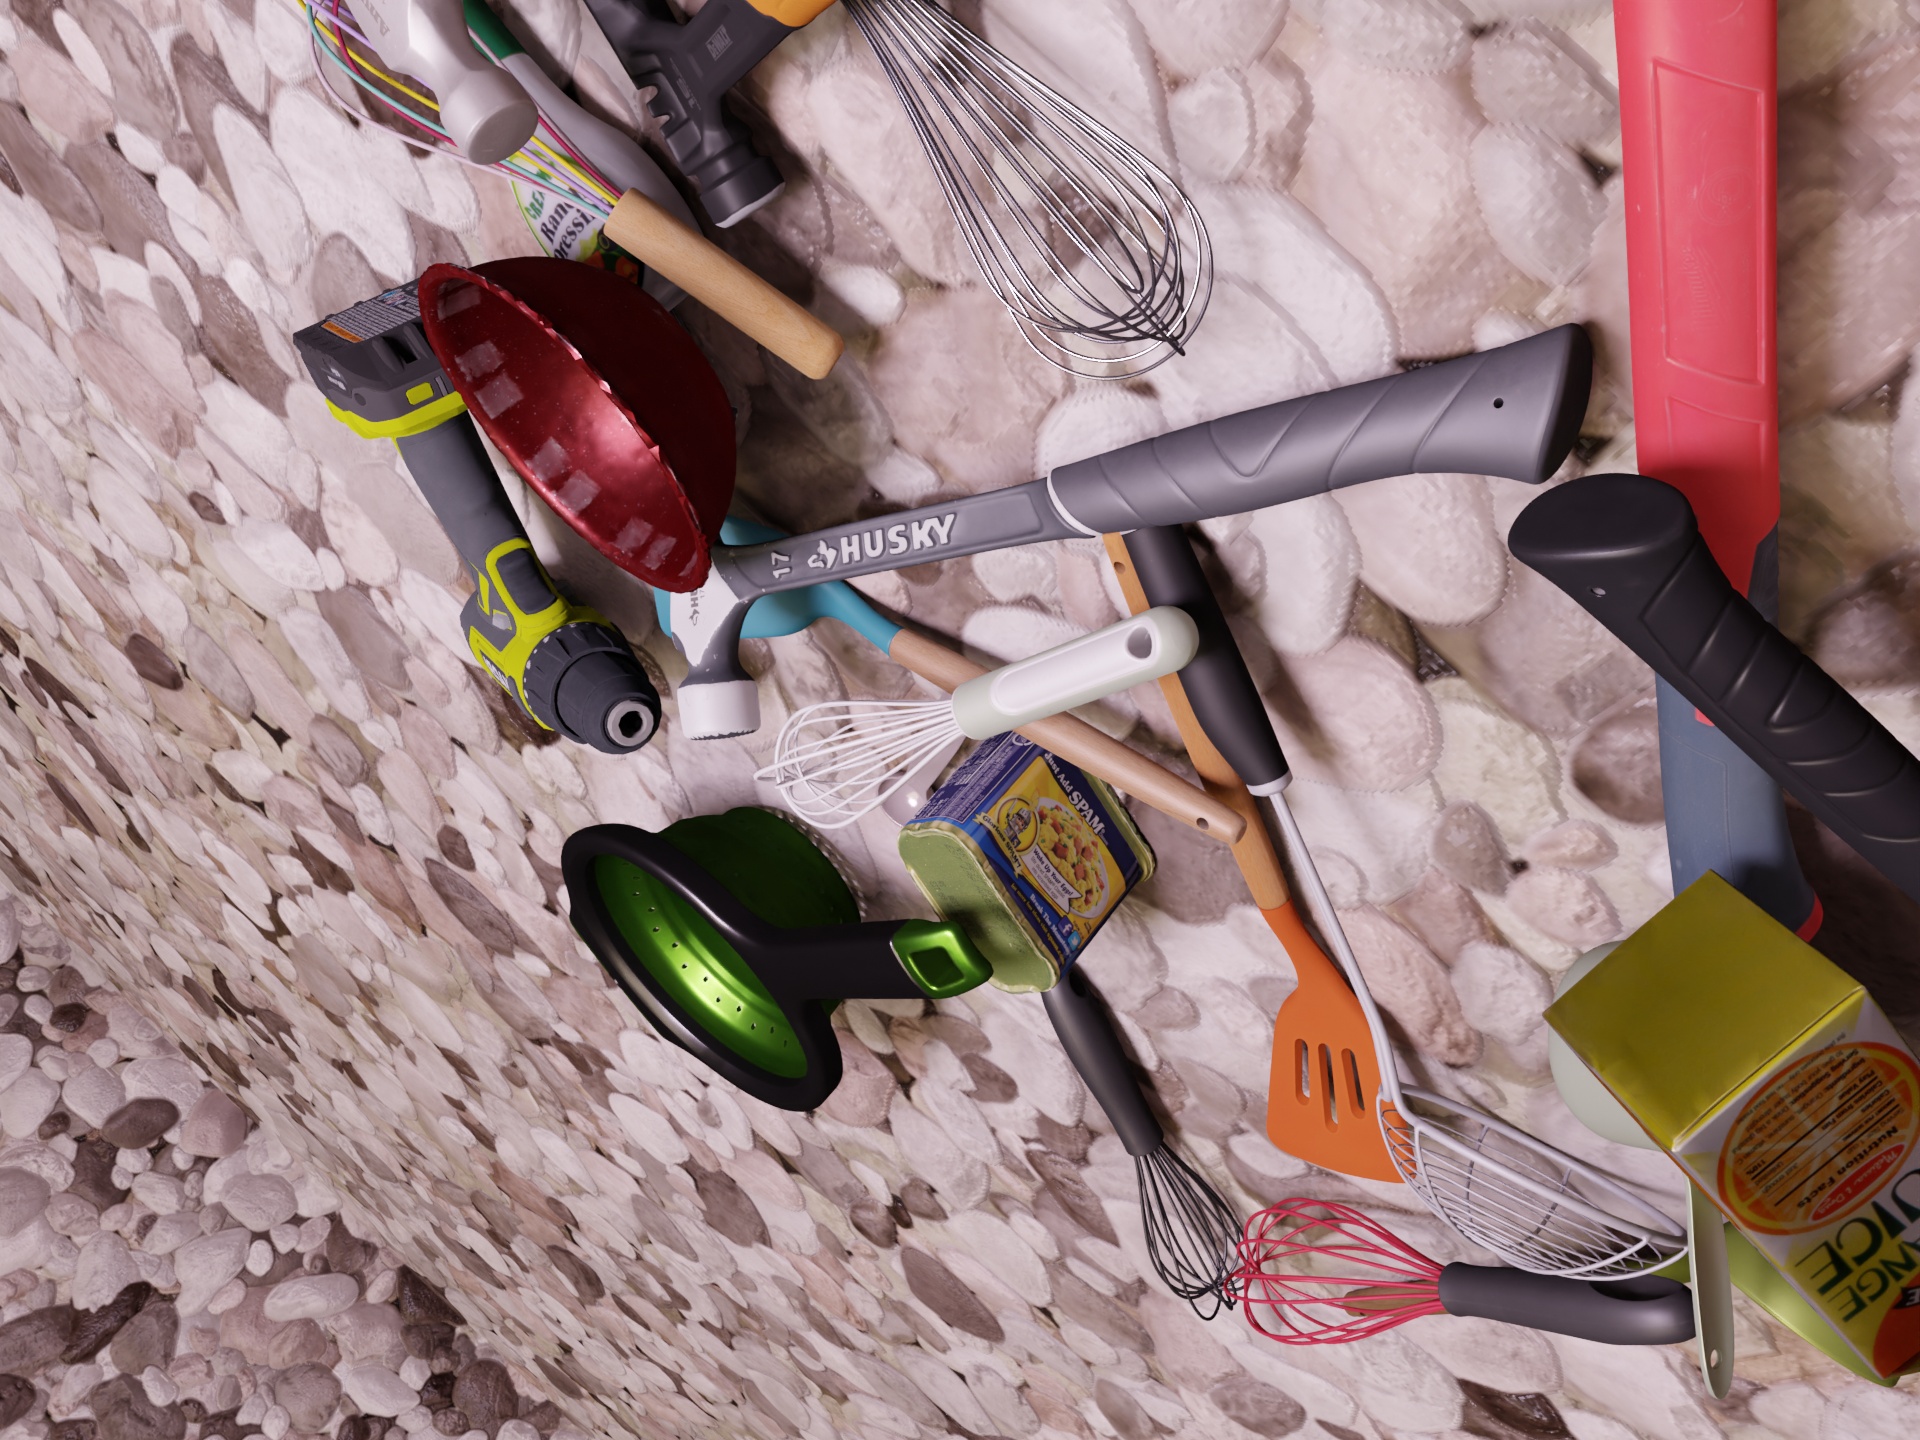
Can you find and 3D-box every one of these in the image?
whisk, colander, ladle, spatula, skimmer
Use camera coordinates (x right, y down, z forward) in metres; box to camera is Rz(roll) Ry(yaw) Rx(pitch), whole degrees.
[{"bbox_3d":[-0.001,-0.002,0.658,0.246,0.059,0.058,-20,77,43],"label":"whisk"},{"bbox_3d":[0.097,0.228,0.857,0.055,0.055,0.238,-8,116,47],"label":"whisk"},{"bbox_3d":[-0.080,0.105,0.840,0.204,0.094,0.397,55,148,-13],"label":"colander"},{"bbox_3d":[0.215,0.259,0.730,0.073,0.073,0.296,49,152,-7],"label":"whisk"},{"bbox_3d":[0.274,0.267,0.720,0.078,0.062,0.320,30,148,-12],"label":"ladle"},{"bbox_3d":[-0.015,-0.017,0.708,0.318,0.044,0.082,29,135,29],"label":"spatula"},{"bbox_3d":[0.172,0.064,0.627,0.363,0.090,0.127,64,176,-8],"label":"skimmer"},{"bbox_3d":[0.121,0.063,0.675,0.081,0.041,0.322,2,126,48],"label":"spatula"},{"bbox_3d":[-0.020,-0.226,0.514,0.284,0.070,0.070,50,144,0],"label":"whisk"},{"bbox_3d":[-0.150,-0.210,0.614,0.245,0.051,0.047,34,140,-8],"label":"whisk"}]

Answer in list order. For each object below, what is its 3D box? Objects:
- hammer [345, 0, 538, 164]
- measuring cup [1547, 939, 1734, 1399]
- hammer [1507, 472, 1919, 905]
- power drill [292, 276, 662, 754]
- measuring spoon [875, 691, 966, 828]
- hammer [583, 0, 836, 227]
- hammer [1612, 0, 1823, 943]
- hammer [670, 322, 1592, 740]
[{"bbox_3d":[-0.126,-0.322,0.448,0.130,0.031,0.331,52,138,5],"label":"hammer"},{"bbox_3d":[0.253,0.162,0.581,0.038,0.083,0.167,-5,94,56],"label":"measuring cup"},{"bbox_3d":[0.281,0.049,0.447,0.334,0.035,0.146,39,159,-10],"label":"hammer"},{"bbox_3d":[-0.228,-0.093,0.786,0.191,0.080,0.228,31,147,53],"label":"power drill"},{"bbox_3d":[-0.009,0.012,0.775,0.034,0.018,0.124,38,137,8],"label":"measuring spoon"},{"bbox_3d":[-0.051,-0.223,0.451,0.127,0.034,0.337,59,166,-20],"label":"hammer"},{"bbox_3d":[0.195,-0.061,0.450,0.143,0.038,0.385,-11,126,14],"label":"hammer"},{"bbox_3d":[0.028,-0.083,0.596,0.409,0.036,0.149,-7,89,40],"label":"hammer"}]
